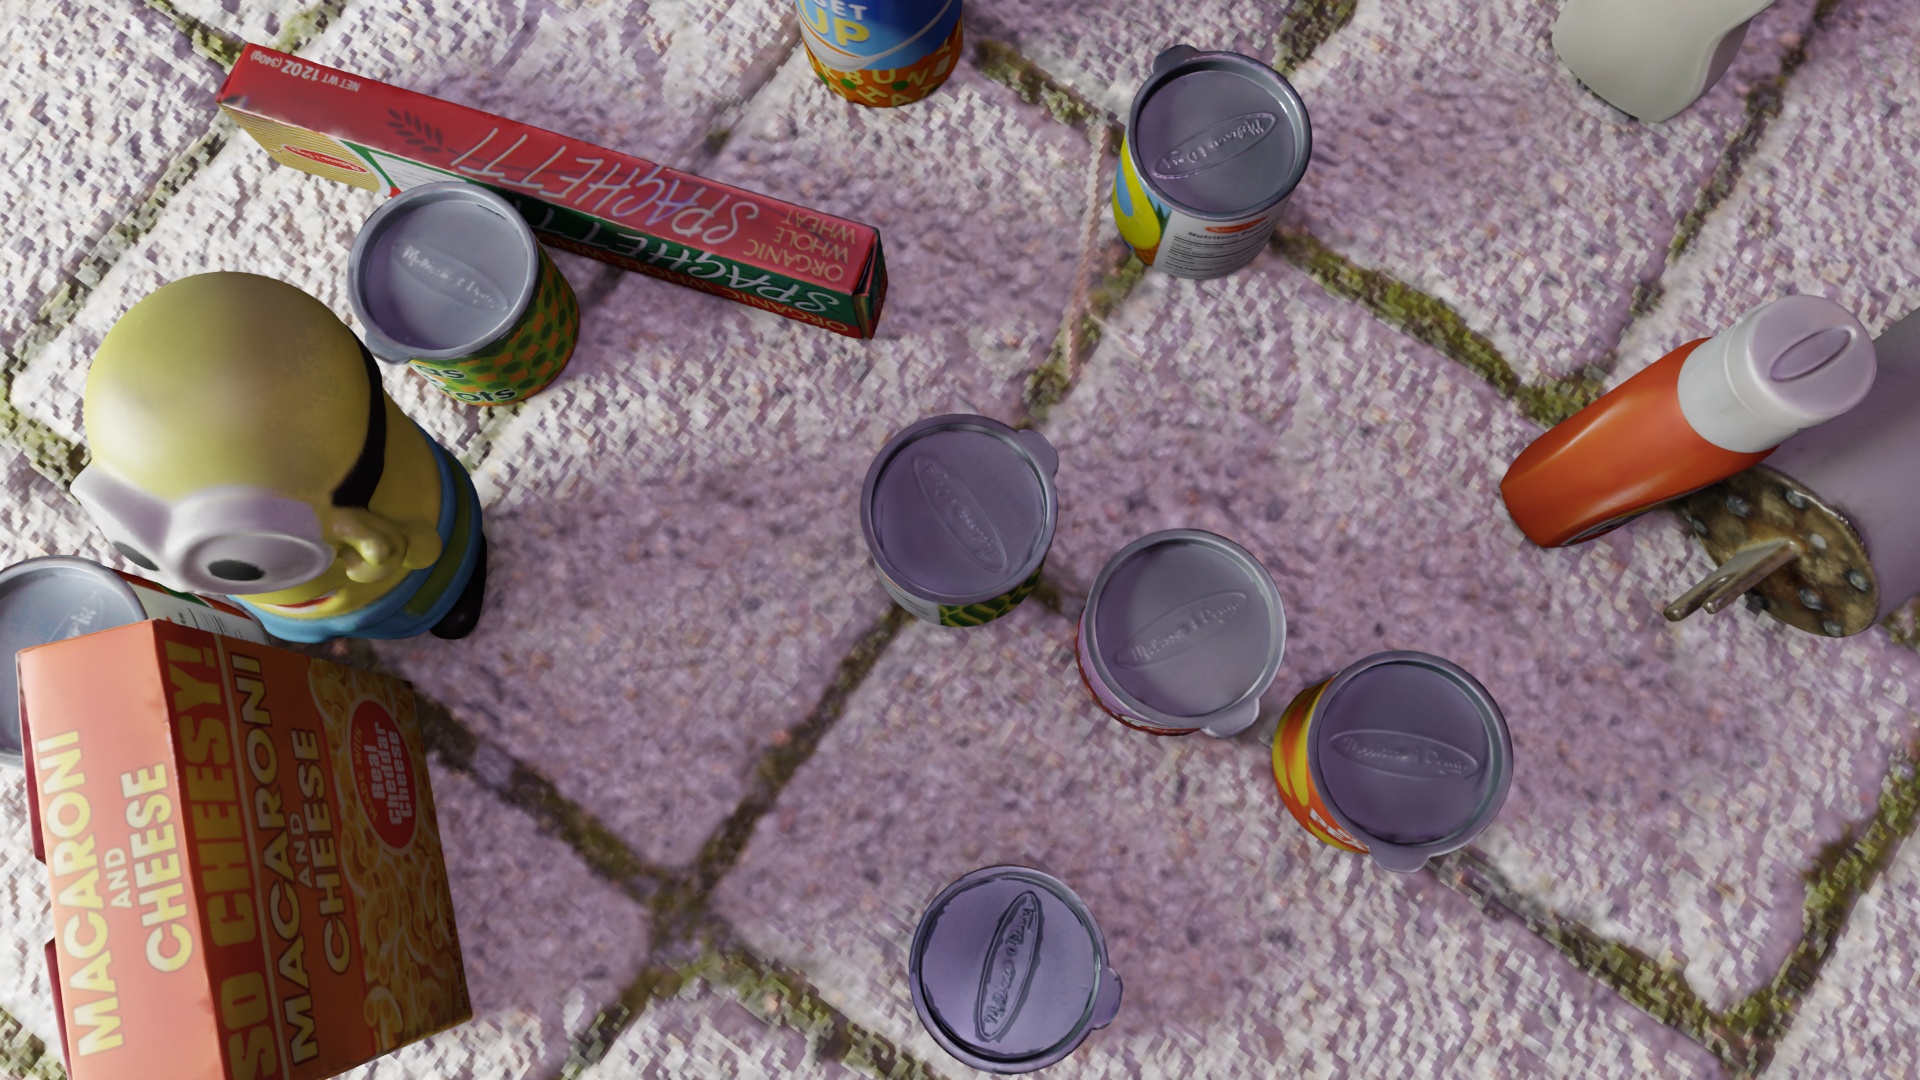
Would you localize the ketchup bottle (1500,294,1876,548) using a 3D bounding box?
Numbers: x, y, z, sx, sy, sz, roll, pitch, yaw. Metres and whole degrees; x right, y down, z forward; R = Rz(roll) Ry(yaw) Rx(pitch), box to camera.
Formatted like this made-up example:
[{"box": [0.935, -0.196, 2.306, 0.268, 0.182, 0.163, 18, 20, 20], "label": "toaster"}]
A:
[{"box": [0.231, -0.037, 0.450, 0.065, 0.148, 0.043, -29, 80, -6], "label": "ketchup bottle"}]

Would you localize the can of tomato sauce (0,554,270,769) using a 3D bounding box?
[{"box": [-0.283, 0.045, 0.466, 0.071, 0.083, 0.071, 0, 78, 0], "label": "can of tomato sauce"}]

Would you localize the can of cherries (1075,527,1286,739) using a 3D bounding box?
[{"box": [0.074, 0.036, 0.480, 0.071, 0.058, 0.071, 0, 78, 0], "label": "can of cherries"}]

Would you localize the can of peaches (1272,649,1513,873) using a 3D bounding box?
[{"box": [0.144, 0.076, 0.472, 0.071, 0.058, 0.071, 0, 78, 0], "label": "can of peaches"}]

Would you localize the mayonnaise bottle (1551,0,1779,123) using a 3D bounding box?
[{"box": [0.266, -0.207, 0.487, 0.065, 0.148, 0.041, 43, 82, 8], "label": "mayonnaise bottle"}]

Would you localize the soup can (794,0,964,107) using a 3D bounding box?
[{"box": [-0.034, -0.211, 0.521, 0.071, 0.083, 0.071, 0, 78, 0], "label": "soup can"}]

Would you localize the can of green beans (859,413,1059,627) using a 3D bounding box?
[{"box": [0.000, -0.005, 0.490, 0.071, 0.057, 0.071, 0, 78, 0], "label": "can of green beans"}]

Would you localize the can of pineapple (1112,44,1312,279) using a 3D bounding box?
[{"box": [0.092, -0.140, 0.519, 0.071, 0.057, 0.071, 0, 78, 0], "label": "can of pineapple"}]

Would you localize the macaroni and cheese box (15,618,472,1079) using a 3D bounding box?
[{"box": [-0.203, 0.097, 0.412, 0.040, 0.166, 0.124, -15, 79, -3], "label": "macaroni and cheese box"}]

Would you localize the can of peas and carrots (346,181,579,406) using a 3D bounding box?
[{"box": [-0.180, -0.086, 0.507, 0.071, 0.058, 0.071, 0, 78, 0], "label": "can of peas and carrots"}]

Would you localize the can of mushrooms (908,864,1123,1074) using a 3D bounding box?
[{"box": [0.018, 0.144, 0.470, 0.071, 0.033, 0.071, 0, 78, 0], "label": "can of mushrooms"}]

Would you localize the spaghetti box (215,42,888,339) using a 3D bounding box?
[{"box": [-0.148, -0.129, 0.521, 0.250, 0.050, 0.029, 17, 79, 4], "label": "spaghetti box"}]
